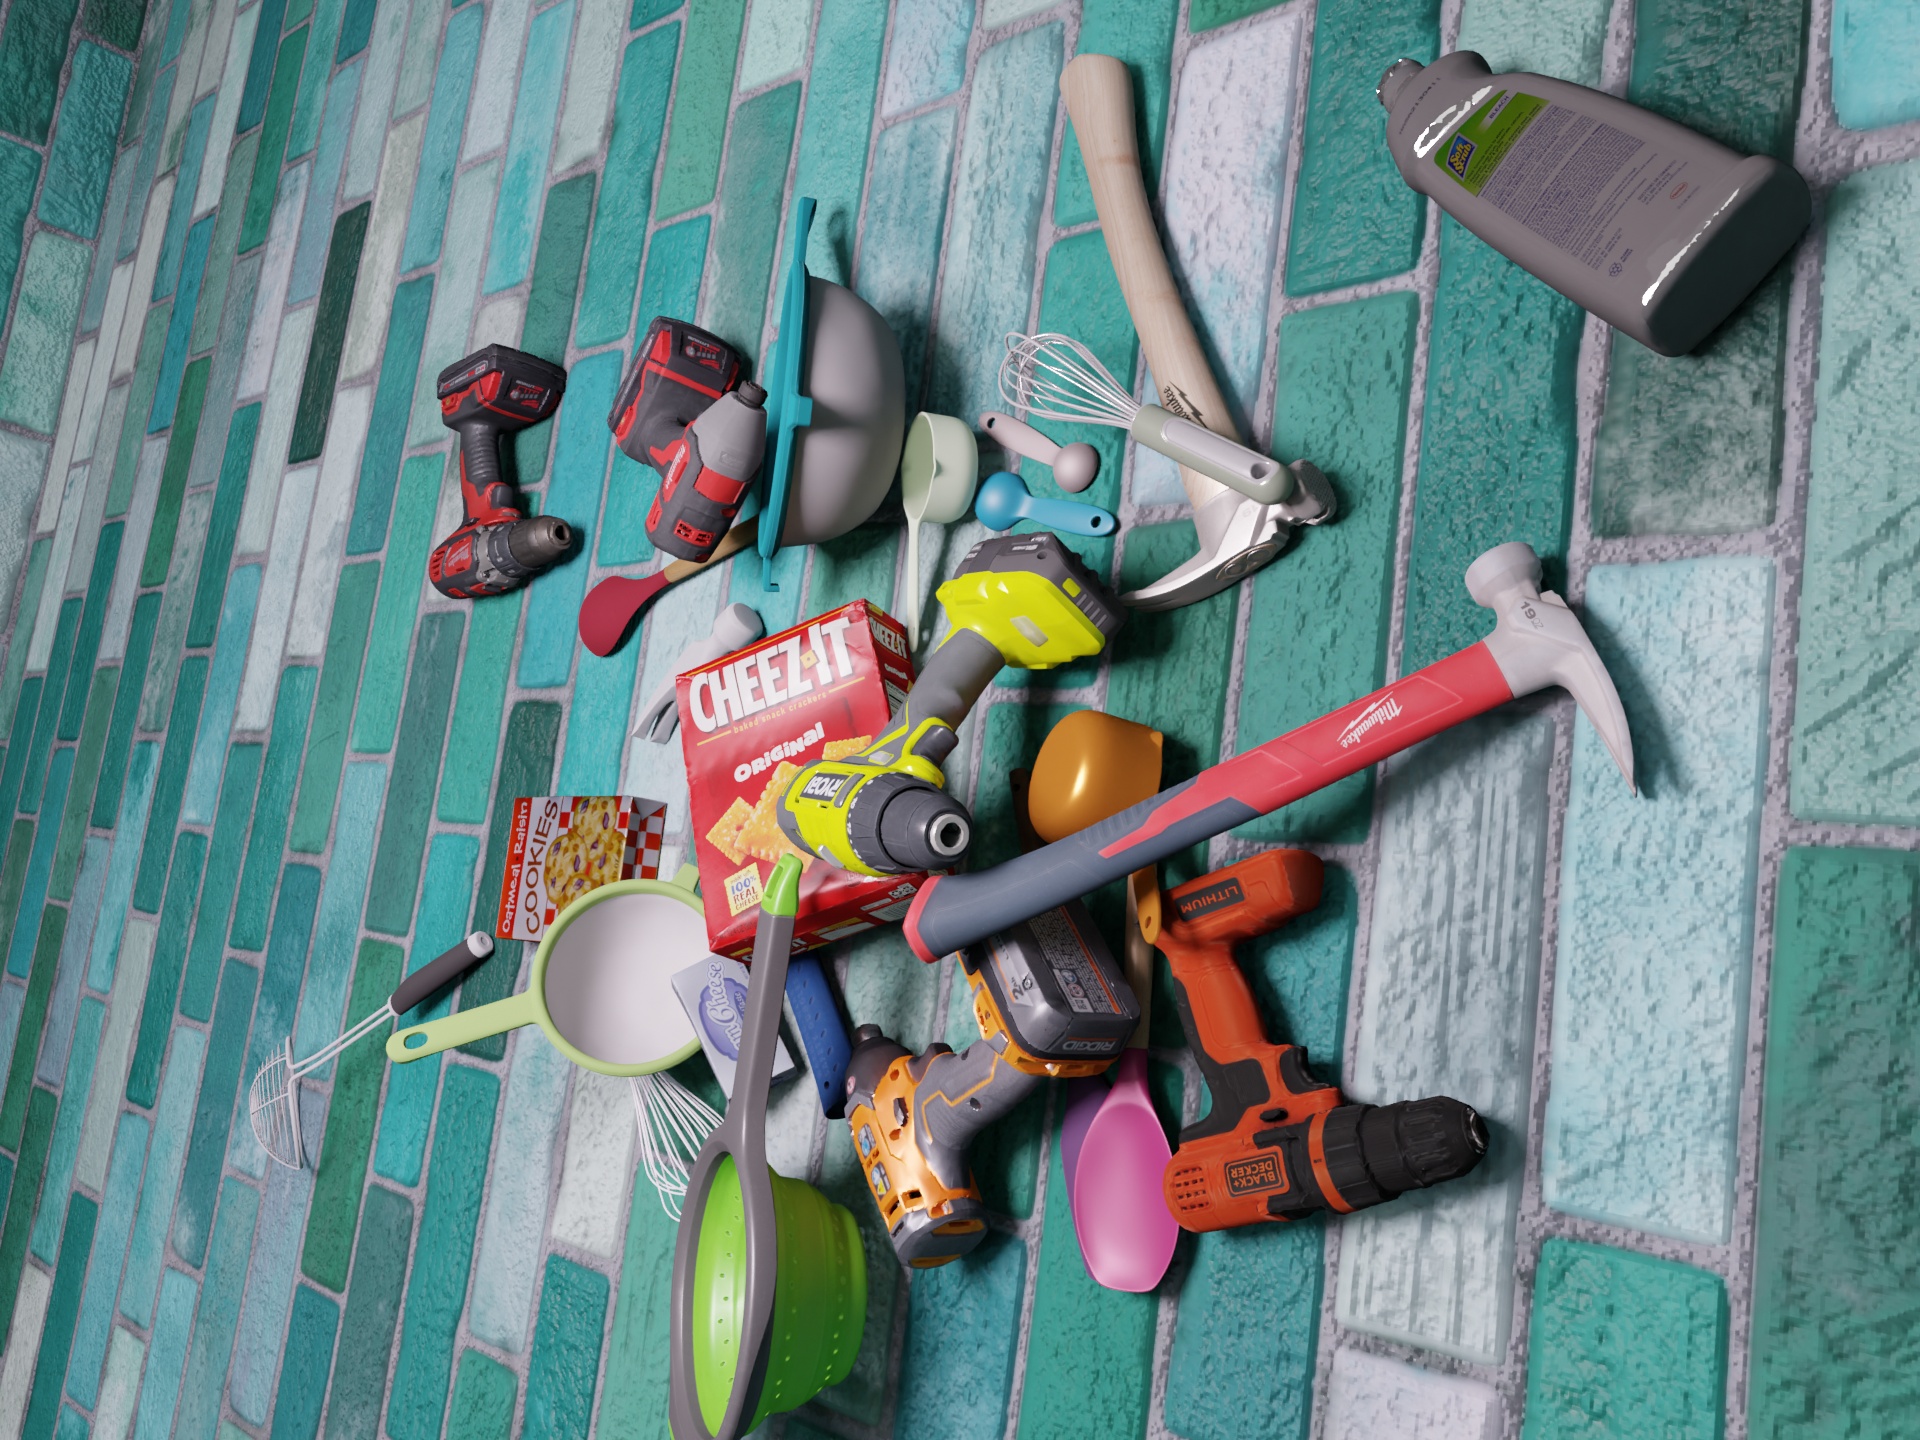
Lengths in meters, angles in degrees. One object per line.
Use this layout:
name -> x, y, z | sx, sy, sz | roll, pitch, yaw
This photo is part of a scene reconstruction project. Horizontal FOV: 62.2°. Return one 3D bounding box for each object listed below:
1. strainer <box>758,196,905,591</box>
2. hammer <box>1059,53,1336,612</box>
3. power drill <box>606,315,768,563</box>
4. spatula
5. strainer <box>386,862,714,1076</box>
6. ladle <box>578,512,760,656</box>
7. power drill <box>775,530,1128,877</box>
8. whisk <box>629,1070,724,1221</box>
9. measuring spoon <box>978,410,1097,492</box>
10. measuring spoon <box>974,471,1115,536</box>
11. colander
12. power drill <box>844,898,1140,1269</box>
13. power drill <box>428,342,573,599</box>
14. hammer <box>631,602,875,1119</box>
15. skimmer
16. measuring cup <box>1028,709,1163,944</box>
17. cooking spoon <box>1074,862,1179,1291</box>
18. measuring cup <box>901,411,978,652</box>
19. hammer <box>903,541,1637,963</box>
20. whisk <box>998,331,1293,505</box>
strainer -> -0.088, -0.269, 1.182 | 0.210, 0.095, 0.341 | 110, 164, -53
hammer -> 0.118, -0.268, 1.032 | 0.146, 0.038, 0.411 | -32, 59, 34
power drill -> -0.208, -0.230, 1.252 | 0.143, 0.078, 0.220 | -59, 32, 20
spatula -> 0.068, 0.175, 0.971 | 0.060, 0.018, 0.316 | -24, 64, 27
strainer -> -0.291, 0.215, 1.186 | 0.256, 0.069, 0.152 | -16, 65, -10
ladle -> -0.222, -0.129, 1.317 | 0.315, 0.031, 0.069 | -23, 66, 35
power drill -> -0.002, -0.003, 0.956 | 0.228, 0.080, 0.191 | -53, 22, -16
whisk -> -0.239, 0.271, 1.206 | 0.285, 0.070, 0.070 | 44, 109, 46
measuring spoon -> 0.047, -0.190, 1.087 | 0.124, 0.018, 0.034 | 37, 104, 43
measuring spoon -> 0.052, -0.143, 1.067 | 0.129, 0.021, 0.042 | 20, 93, 46
colander -> -0.105, 0.285, 1.014 | 0.204, 0.094, 0.397 | -167, 85, -69
power drill -> 0.001, 0.201, 0.967 | 0.226, 0.084, 0.164 | -58, 41, 29
power drill -> -0.428, -0.234, 1.503 | 0.188, 0.080, 0.227 | -10, 75, 41
hammer -> -0.149, 0.106, 1.178 | 0.144, 0.035, 0.406 | -42, 54, 26
skimmer -> -0.549, 0.302, 1.502 | 0.363, 0.090, 0.127 | -34, 54, 20
measuring cup -> 0.080, 0.062, 0.918 | 0.174, 0.052, 0.095 | -96, 30, -55
cooking spoon -> 0.104, 0.166, 0.932 | 0.069, 0.017, 0.319 | -6, 72, 35
measuring cup -> -0.016, -0.131, 1.118 | 0.083, 0.038, 0.167 | -153, 65, -70
hammer -> 0.148, 0.052, 0.834 | 0.386, 0.038, 0.143 | -27, 60, 13
whisk -> 0.107, -0.184, 0.964 | 0.058, 0.059, 0.247 | -46, 49, -9
